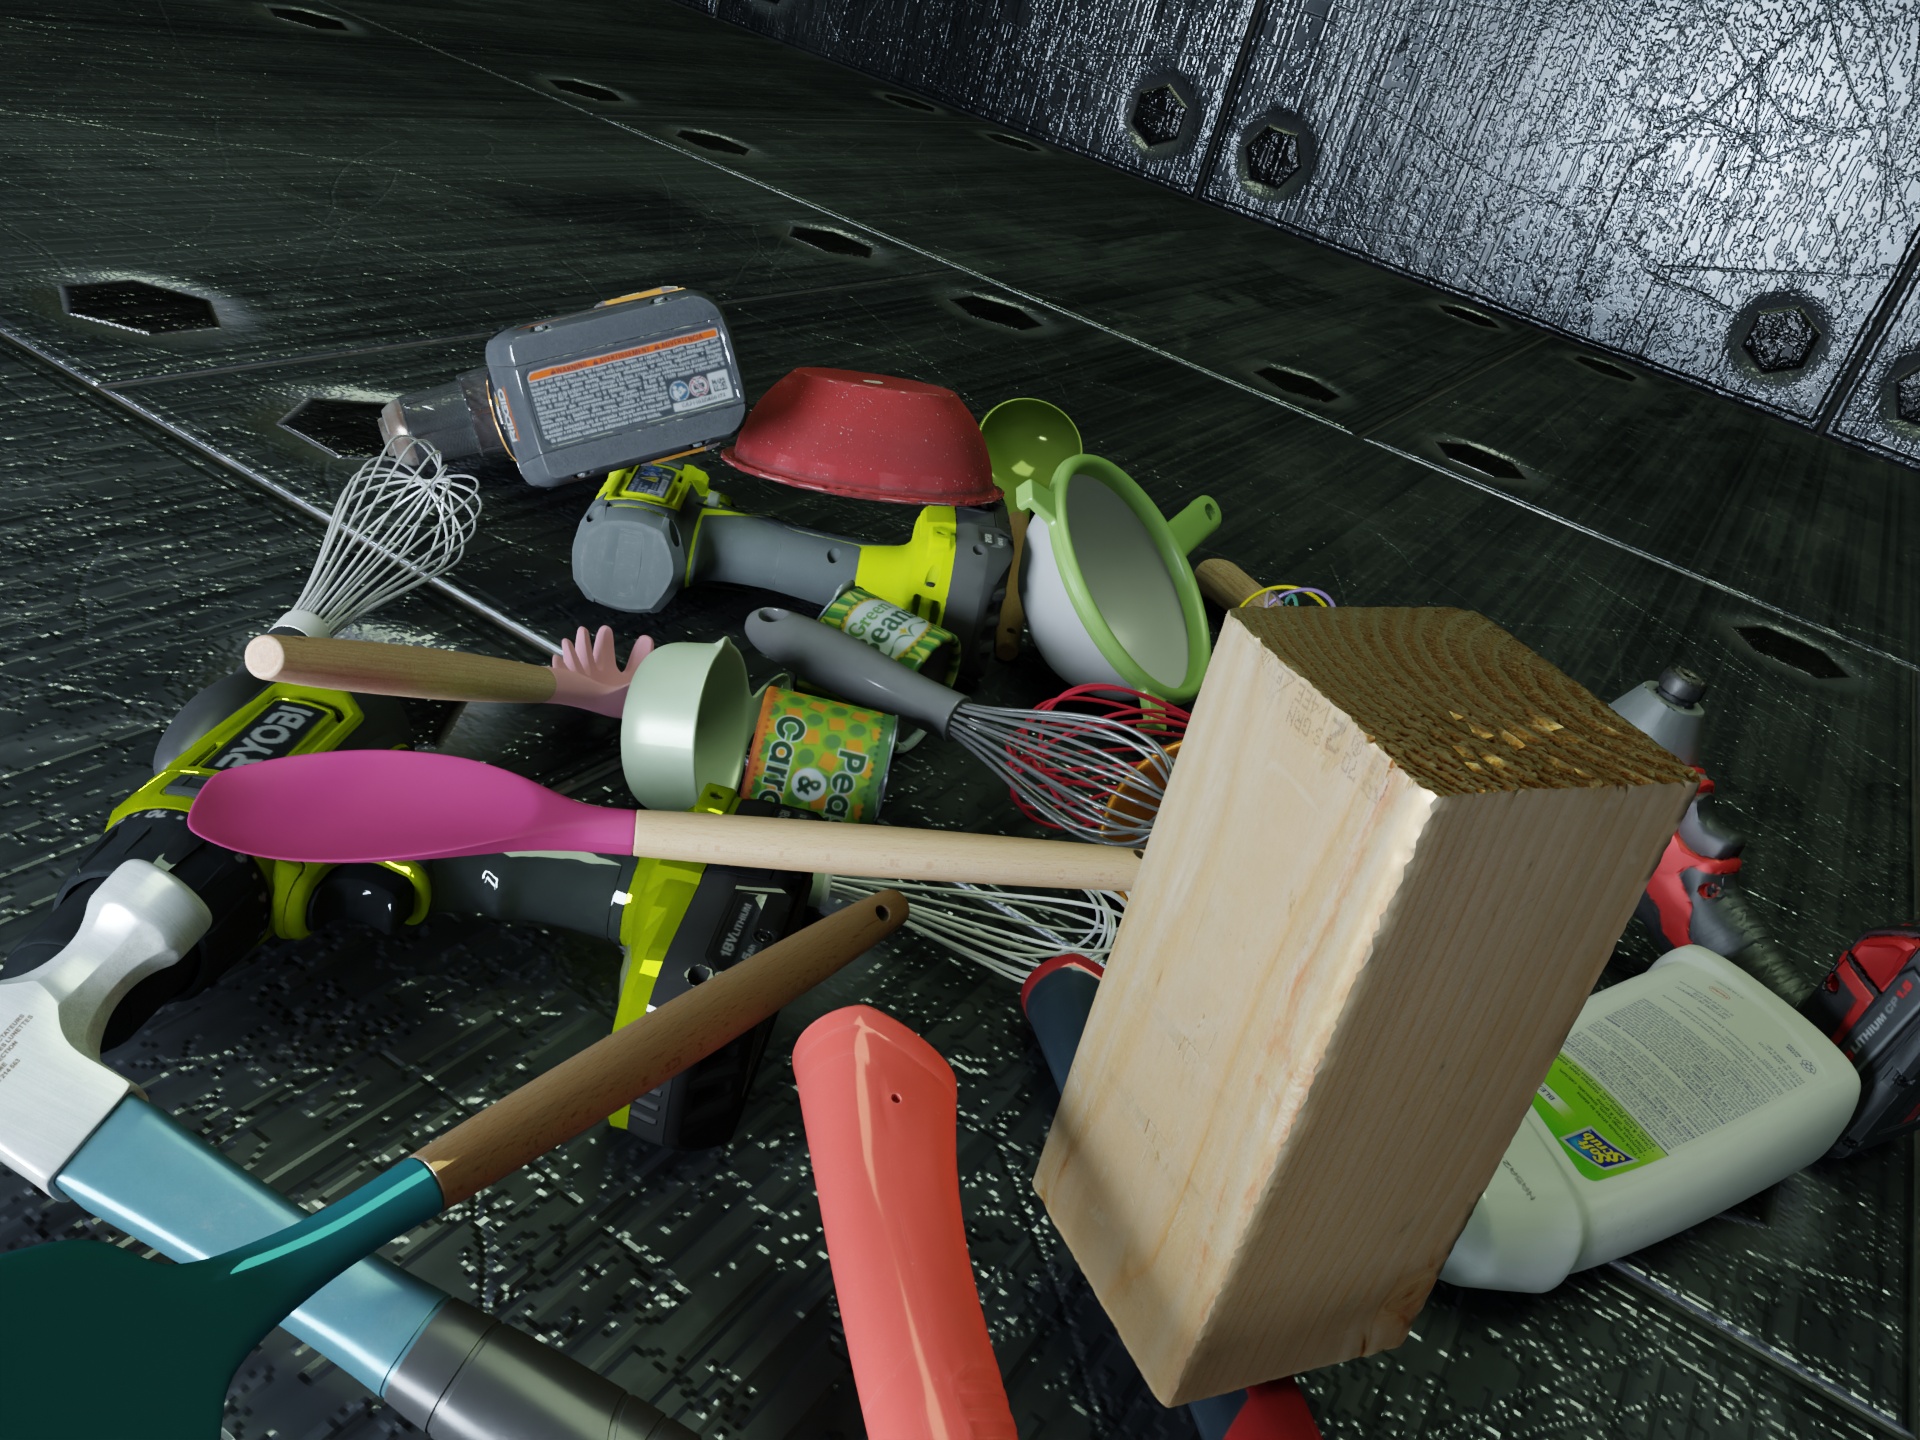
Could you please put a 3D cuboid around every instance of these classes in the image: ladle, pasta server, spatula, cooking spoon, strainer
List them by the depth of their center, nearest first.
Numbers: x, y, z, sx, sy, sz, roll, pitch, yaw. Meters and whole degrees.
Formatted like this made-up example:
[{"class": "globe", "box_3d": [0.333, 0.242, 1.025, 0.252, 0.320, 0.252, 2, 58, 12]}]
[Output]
[{"class": "spatula", "box_3d": [-0.107, 0.103, 0.399, 0.317, 0.044, 0.082, -26, 85, -49]}, {"class": "cooking spoon", "box_3d": [-0.081, 0.039, 0.523, 0.318, 0.017, 0.069, 5, 27, -11]}, {"class": "pasta server", "box_3d": [-0.175, -0.023, 0.620, 0.060, 0.040, 0.316, 13, 1, 10]}, {"class": "strainer", "box_3d": [0.095, -0.087, 0.943, 0.151, 0.069, 0.256, 61, 30, -7]}, {"class": "ladle", "box_3d": [0.040, -0.130, 1.035, 0.078, 0.062, 0.320, 16, 30, -5]}]

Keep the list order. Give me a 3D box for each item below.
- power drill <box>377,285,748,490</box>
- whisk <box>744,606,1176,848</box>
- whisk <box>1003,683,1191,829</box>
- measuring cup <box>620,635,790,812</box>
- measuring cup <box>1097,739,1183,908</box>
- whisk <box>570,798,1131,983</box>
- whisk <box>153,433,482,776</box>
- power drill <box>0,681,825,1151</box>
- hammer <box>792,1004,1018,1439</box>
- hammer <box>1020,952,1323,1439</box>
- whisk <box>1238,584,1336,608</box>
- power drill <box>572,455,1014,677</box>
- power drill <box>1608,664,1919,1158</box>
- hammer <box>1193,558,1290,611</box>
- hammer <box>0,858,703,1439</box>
[{"class": "power drill", "box_3d": [-0.220, -0.175, 0.862, 0.185, 0.084, 0.226, -18, 17, -16]}, {"class": "whisk", "box_3d": [-0.001, -0.003, 0.710, 0.239, 0.055, 0.055, 25, 28, 24]}, {"class": "whisk", "box_3d": [0.130, 0.014, 0.826, 0.295, 0.073, 0.073, -3, 34, -42]}, {"class": "measuring cup", "box_3d": [-0.112, -0.004, 0.723, 0.038, 0.083, 0.167, 5, 10, 7]}, {"class": "measuring cup", "box_3d": [0.138, 0.069, 0.673, 0.174, 0.095, 0.052, 25, -16, 44]}, {"class": "whisk", "box_3d": [-0.046, 0.064, 0.645, 0.246, 0.057, 0.059, 11, 58, -3]}, {"class": "whisk", "box_3d": [-0.284, -0.051, 0.717, 0.070, 0.070, 0.285, 15, 33, -4]}, {"class": "power drill", "box_3d": [-0.174, 0.066, 0.538, 0.228, 0.080, 0.191, 14, 28, 0]}, {"class": "hammer", "box_3d": [0.002, 0.206, 0.332, 0.149, 0.036, 0.359, 3, 37, -21]}, {"class": "hammer", "box_3d": [0.072, 0.205, 0.463, 0.143, 0.038, 0.387, 4, 30, -20]}, {"class": "whisk", "box_3d": [0.154, 0.023, 0.769, 0.047, 0.051, 0.245, 19, 49, -10]}, {"class": "power drill", "box_3d": [-0.089, -0.099, 0.885, 0.223, 0.080, 0.171, 11, 24, -6]}, {"class": "power drill", "box_3d": [0.367, 0.081, 0.744, 0.078, 0.143, 0.220, -1, 35, -36]}, {"class": "hammer", "box_3d": [0.215, -0.036, 0.930, 0.130, 0.031, 0.332, 14, 17, -19]}, {"class": "hammer", "box_3d": [-0.123, 0.162, 0.397, 0.331, 0.033, 0.128, 28, 56, 8]}]
